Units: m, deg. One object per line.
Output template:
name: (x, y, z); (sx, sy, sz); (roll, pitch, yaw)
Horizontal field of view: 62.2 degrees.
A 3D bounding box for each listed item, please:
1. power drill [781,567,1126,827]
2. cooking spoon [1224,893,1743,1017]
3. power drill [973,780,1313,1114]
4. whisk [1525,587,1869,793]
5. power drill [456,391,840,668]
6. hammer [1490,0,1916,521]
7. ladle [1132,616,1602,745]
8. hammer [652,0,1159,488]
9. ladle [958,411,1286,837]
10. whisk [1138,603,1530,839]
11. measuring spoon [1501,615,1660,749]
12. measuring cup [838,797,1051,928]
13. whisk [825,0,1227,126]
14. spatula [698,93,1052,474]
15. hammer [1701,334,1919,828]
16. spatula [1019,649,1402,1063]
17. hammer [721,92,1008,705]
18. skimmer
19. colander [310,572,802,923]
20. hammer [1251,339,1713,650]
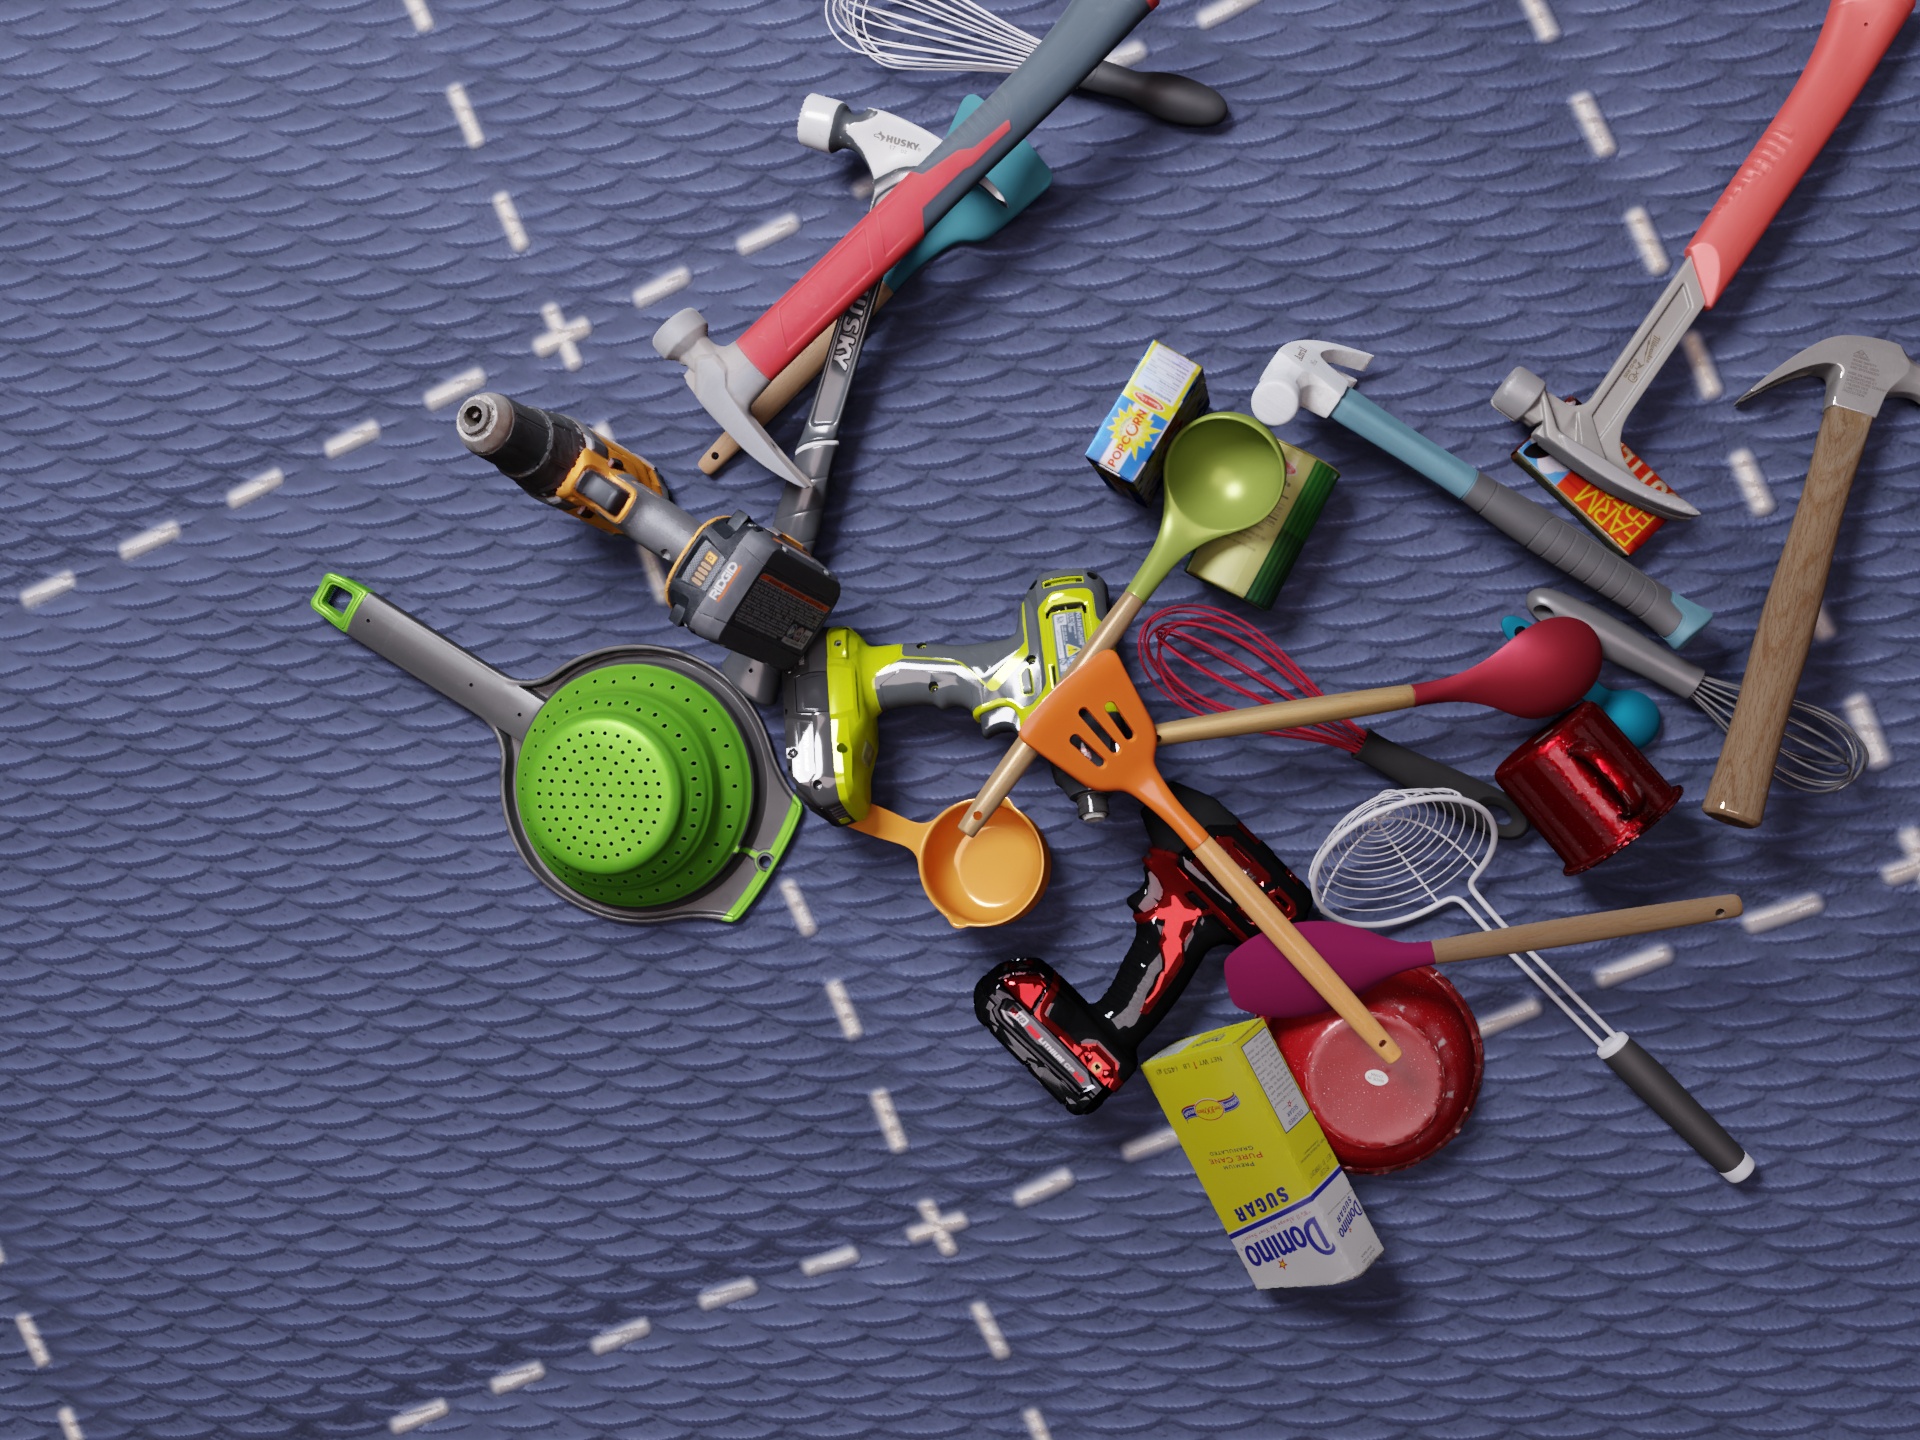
power drill: (-0.002, -0.003, 1.075); (0.223, 0.080, 0.171); (-8, 69, 8)
cooking spoon: (0.328, 0.144, 1.014); (0.319, 0.017, 0.068); (-12, 106, 13)
power drill: (0.117, 0.148, 1.088); (0.219, 0.078, 0.143); (-45, 88, 4)
whisk: (0.482, -0.023, 1.051); (0.239, 0.055, 0.055); (31, 96, 10)
power drill: (-0.207, -0.132, 1.032); (0.226, 0.185, 0.084); (35, 94, 23)
hammer: (0.504, -0.310, 1.024); (0.149, 0.036, 0.359); (34, 92, 4)
ladle: (0.267, -0.014, 1.033); (0.315, 0.031, 0.069); (-9, 112, 0)
hammer: (-0.017, -0.323, 1.029); (0.386, 0.038, 0.143); (-41, 94, 12)
ladle: (0.096, -0.058, 1.009); (0.078, 0.062, 0.320); (36, 88, 3)
whisk: (0.254, 0.006, 1.075); (0.296, 0.073, 0.073); (28, 96, -1)
measuring spoon: (0.416, -0.027, 1.067); (0.128, 0.021, 0.042); (40, 96, 3)
measuring cup: (-0.018, 0.086, 1.115); (0.174, 0.052, 0.095); (20, 87, 18)
whisk: (0.045, -0.452, 1.083); (0.284, 0.070, 0.070); (18, 95, 2)
spatula: (-0.073, -0.288, 1.108); (0.317, 0.044, 0.082); (-44, 91, 8)
hammer: (0.535, -0.092, 1.016); (0.130, 0.031, 0.331); (19, 83, 9)
spatula: (0.169, 0.097, 1.009); (0.081, 0.041, 0.322); (-42, 90, 0)
hammer: (-0.088, -0.206, 1.096); (0.149, 0.036, 0.409); (18, 102, 5)
skimmer: (0.385, 0.184, 1.046); (0.363, 0.090, 0.127); (45, 116, 2)
colander: (-0.308, 0.006, 1.124); (0.397, 0.094, 0.204); (31, 96, 5)
hammer: (0.340, -0.144, 1.028); (0.331, 0.128, 0.033); (33, 127, 0)
